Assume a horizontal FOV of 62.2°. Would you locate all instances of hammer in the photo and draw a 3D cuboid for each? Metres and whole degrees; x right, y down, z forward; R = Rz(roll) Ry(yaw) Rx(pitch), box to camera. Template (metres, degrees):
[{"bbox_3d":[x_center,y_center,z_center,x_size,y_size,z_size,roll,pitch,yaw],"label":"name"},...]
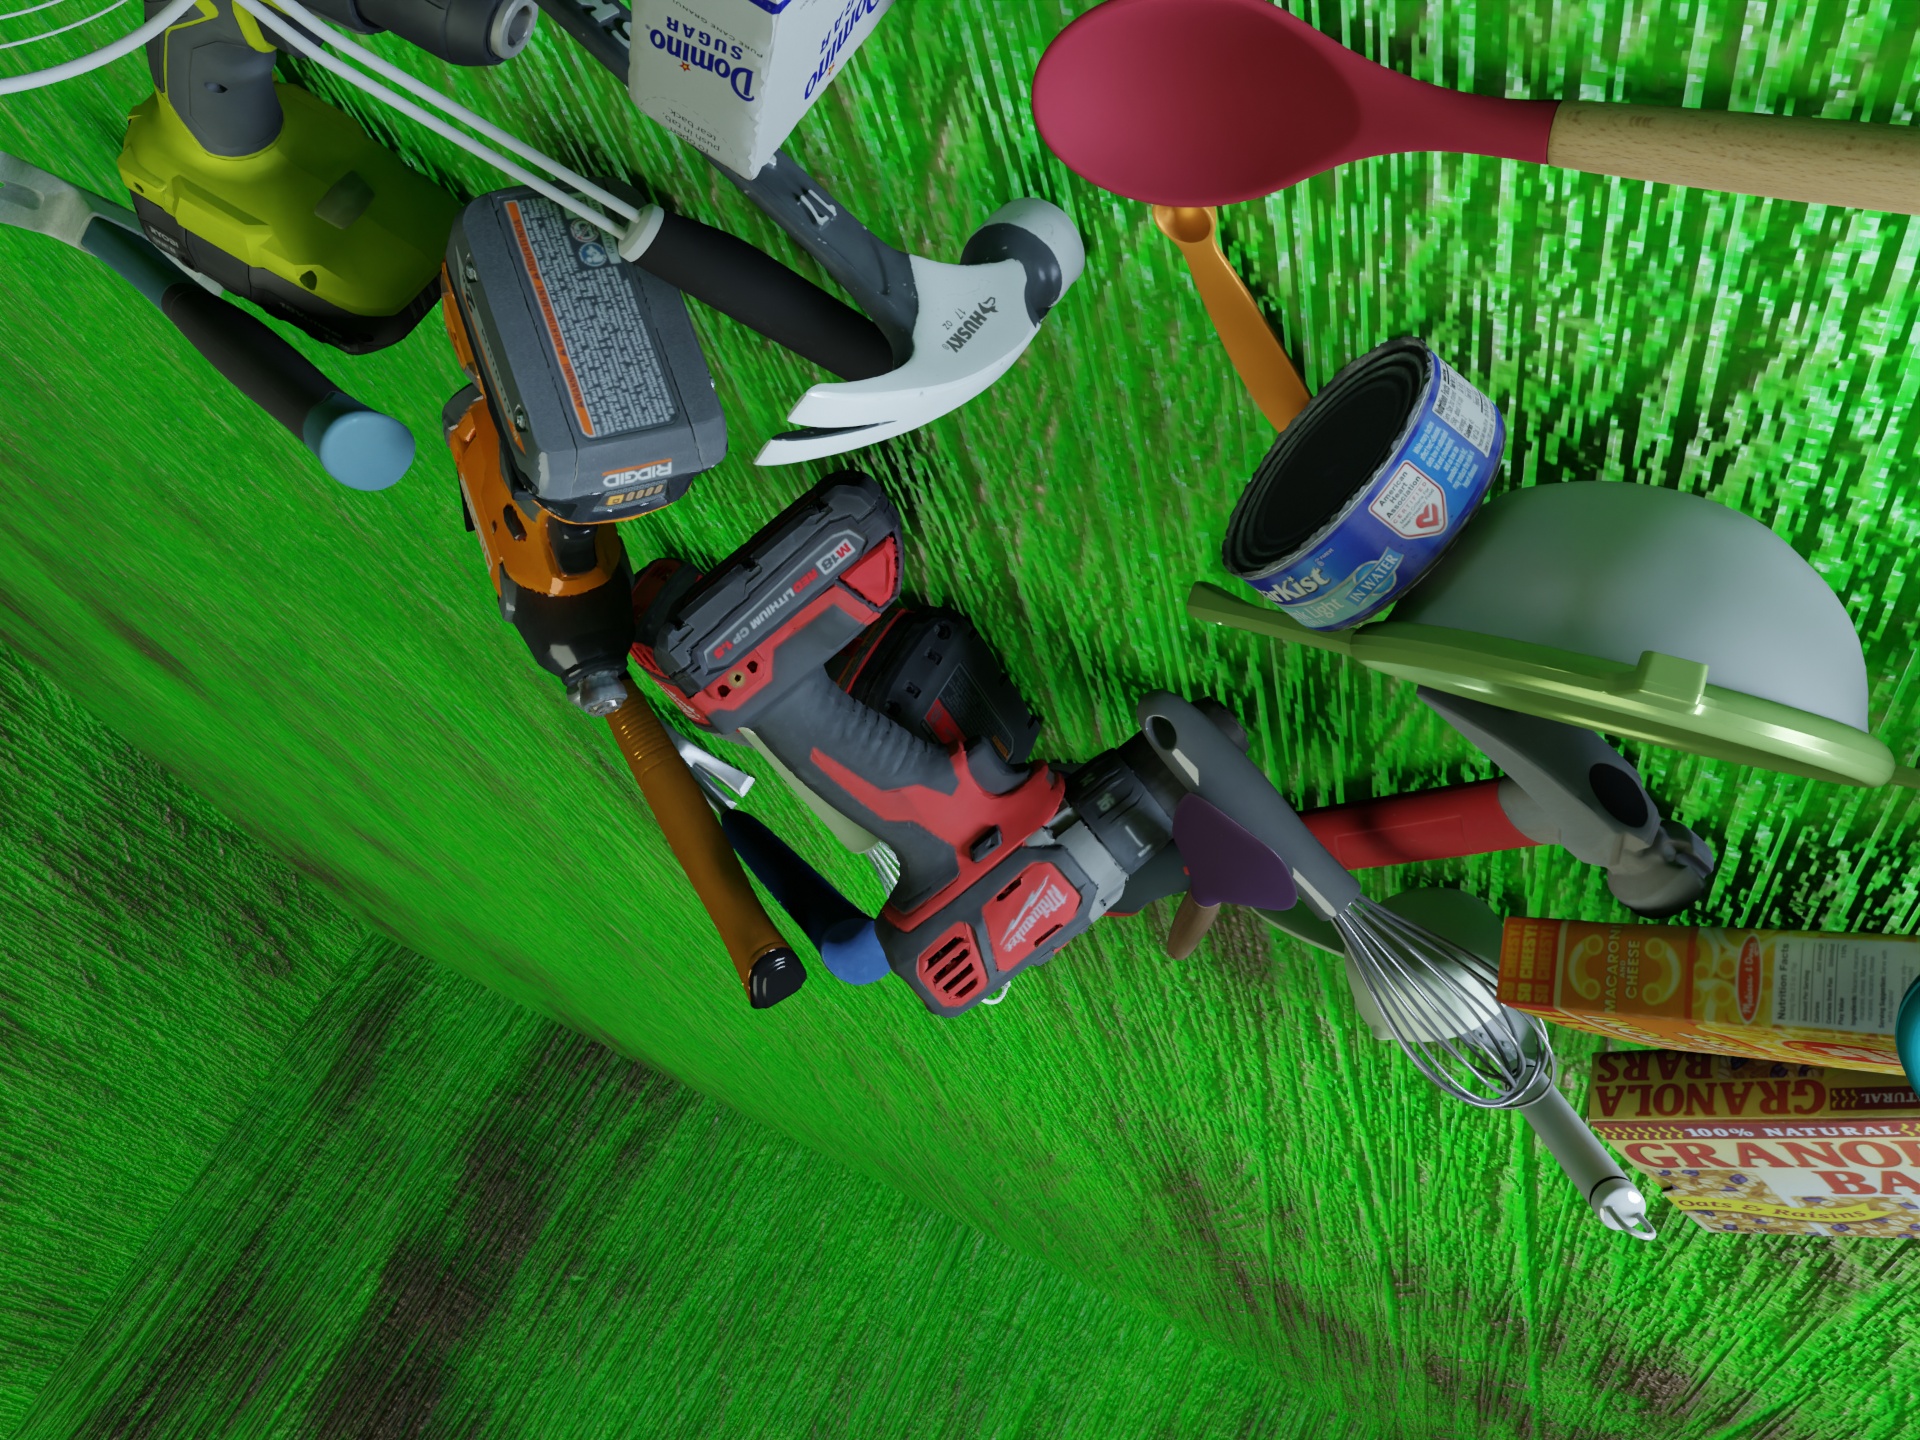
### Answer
[{"bbox_3d":[-0.174,-0.002,0.822,0.337,0.034,0.127,59,160,9],"label":"hammer"},{"bbox_3d":[-0.130,0.061,0.944,0.144,0.035,0.406,41,176,-30],"label":"hammer"},{"bbox_3d":[-0.323,-0.173,0.684,0.331,0.033,0.128,35,-171,37],"label":"hammer"},{"bbox_3d":[0.145,0.050,0.750,0.143,0.038,0.386,38,156,-15],"label":"hammer"},{"bbox_3d":[-0.145,-0.228,0.435,0.409,0.149,0.036,41,135,-7],"label":"hammer"}]

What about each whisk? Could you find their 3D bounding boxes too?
[{"bbox_3d":[0.160,0.074,0.666,0.239,0.055,0.055,46,156,-4],"label":"whisk"},{"bbox_3d":[-0.041,0.061,0.792,0.058,0.059,0.246,-23,125,24],"label":"whisk"}]

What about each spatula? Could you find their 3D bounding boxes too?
[{"bbox_3d":[0.115,0.086,0.742,0.060,0.018,0.315,37,169,12],"label":"spatula"}]

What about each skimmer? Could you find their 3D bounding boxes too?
[{"bbox_3d":[-0.159,-0.157,0.490,0.363,0.090,0.127,23,154,-33],"label":"skimmer"}]

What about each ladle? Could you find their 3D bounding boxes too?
[{"bbox_3d":[0.163,-0.132,0.364,0.315,0.031,0.069,17,157,25],"label":"ladle"}]

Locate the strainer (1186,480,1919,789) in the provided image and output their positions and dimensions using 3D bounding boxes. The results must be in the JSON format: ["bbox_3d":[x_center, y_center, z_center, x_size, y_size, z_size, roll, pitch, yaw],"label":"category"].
[{"bbox_3d":[0.167,-0.042,0.506,0.151,0.069,0.256,13,-175,-35],"label":"strainer"}]

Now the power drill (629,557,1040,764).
[{"bbox_3d":[-0.075,-0.012,0.843,0.220,0.078,0.143,15,153,38],"label":"power drill"}]

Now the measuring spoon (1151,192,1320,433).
[{"bbox_3d":[0.091,-0.123,0.495,0.021,0.011,0.116,8,153,41],"label":"measuring spoon"}]

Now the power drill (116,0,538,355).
[{"bbox_3d":[-0.239,-0.236,0.570,0.190,0.080,0.228,30,155,-1],"label":"power drill"}]

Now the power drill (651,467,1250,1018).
[{"bbox_3d":[-0.001,-0.002,0.690,0.226,0.188,0.080,50,-177,-14],"label":"power drill"}]

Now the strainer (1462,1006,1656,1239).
[{"bbox_3d":[0.256,0.159,0.725,0.087,0.050,0.258,20,-166,-8],"label":"strainer"}]

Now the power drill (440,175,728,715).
[{"bbox_3d":[-0.163,-0.101,0.668,0.164,0.084,0.226,70,157,8],"label":"power drill"}]

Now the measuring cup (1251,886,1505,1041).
[{"bbox_3d":[0.193,0.100,0.776,0.168,0.083,0.038,23,144,56],"label":"measuring cup"}]

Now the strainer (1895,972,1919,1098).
[{"bbox_3d":[0.344,0.036,0.412,0.340,0.095,0.211,44,151,-24],"label":"strainer"}]
